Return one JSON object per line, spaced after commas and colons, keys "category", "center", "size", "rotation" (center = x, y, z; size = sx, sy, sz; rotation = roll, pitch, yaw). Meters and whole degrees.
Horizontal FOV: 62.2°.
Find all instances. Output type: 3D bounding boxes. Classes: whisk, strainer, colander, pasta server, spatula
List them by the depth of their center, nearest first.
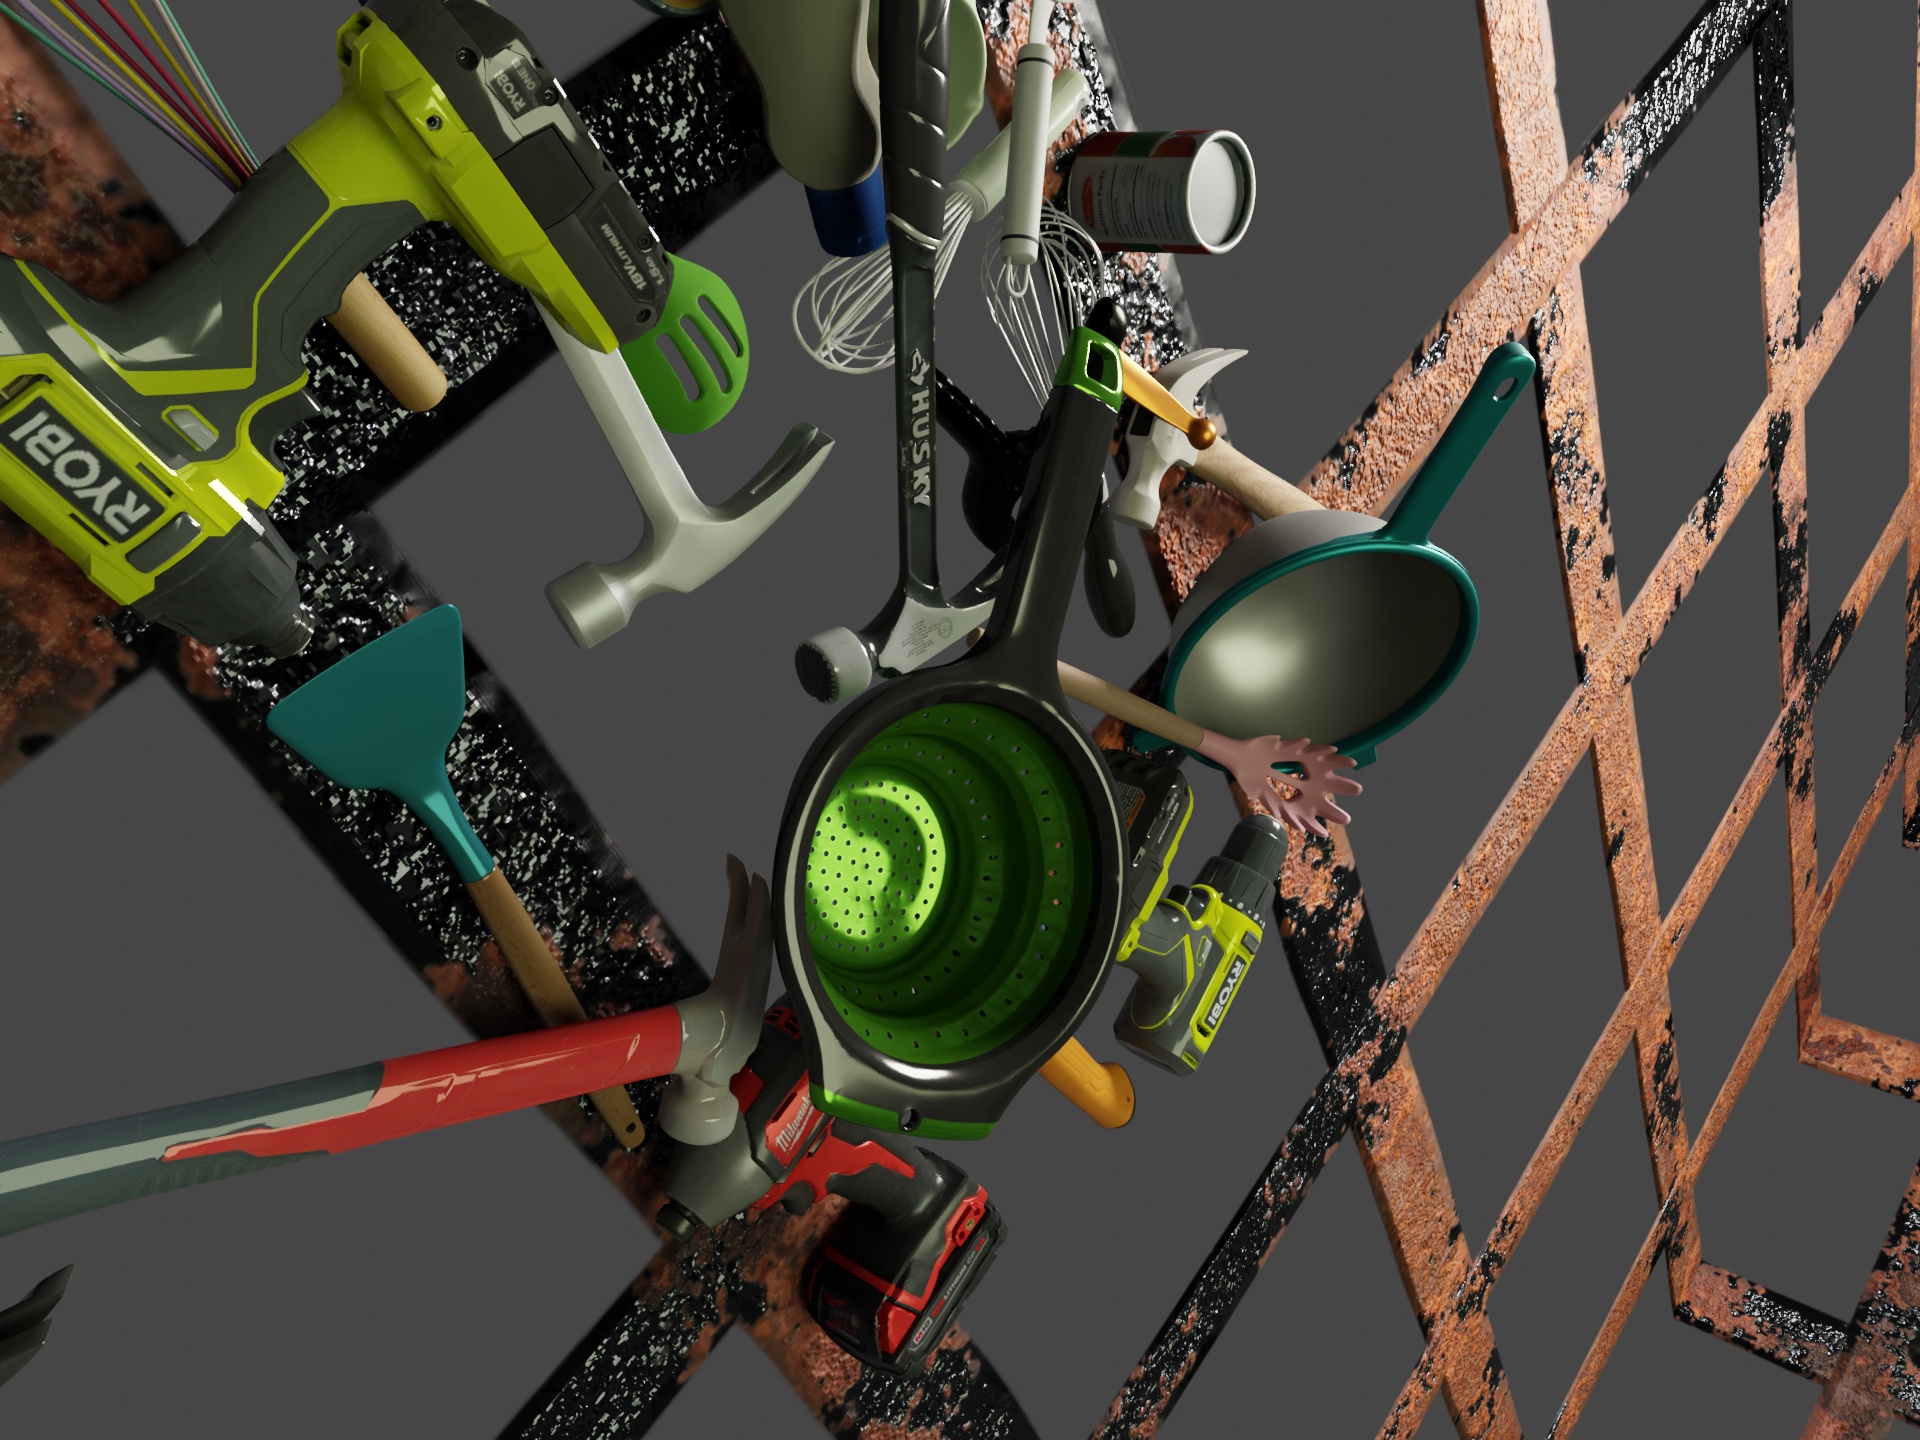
{"category": "whisk", "center": [-0.259, -0.197, 0.546], "size": [0.051, 0.047, 0.244], "rotation": [-41, 136, -8]}
{"category": "spatula", "center": [-0.199, 0.091, 0.702], "size": [0.082, 0.044, 0.317], "rotation": [-37, 129, -25]}
{"category": "colander", "center": [-0.001, -0.003, 0.787], "size": [0.204, 0.094, 0.397], "rotation": [21, 79, -34]}
{"category": "strainer", "center": [0.036, -0.338, 0.795], "size": [0.086, 0.050, 0.258], "rotation": [9, 84, -47]}
{"category": "whisk", "center": [-0.002, -0.259, 0.807], "size": [0.246, 0.059, 0.057], "rotation": [-53, 179, -27]}
{"category": "whisk", "center": [0.066, -0.160, 0.906], "size": [0.070, 0.070, 0.284], "rotation": [-43, 135, -30]}
{"category": "pasta server", "center": [0.132, 0.004, 0.986], "size": [0.316, 0.040, 0.060], "rotation": [22, 89, -34]}
{"category": "strainer", "center": [0.241, -0.109, 0.998], "size": [0.211, 0.095, 0.340], "rotation": [5, 134, -23]}

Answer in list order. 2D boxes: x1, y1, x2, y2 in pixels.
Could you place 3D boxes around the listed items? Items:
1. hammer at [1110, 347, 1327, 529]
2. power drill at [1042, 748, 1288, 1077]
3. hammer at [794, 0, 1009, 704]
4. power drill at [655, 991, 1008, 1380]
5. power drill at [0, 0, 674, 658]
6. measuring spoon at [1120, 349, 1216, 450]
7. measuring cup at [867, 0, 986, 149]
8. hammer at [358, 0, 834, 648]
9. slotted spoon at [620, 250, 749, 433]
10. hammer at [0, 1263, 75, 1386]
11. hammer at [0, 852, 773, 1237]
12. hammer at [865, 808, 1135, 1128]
{"category": "hammer", "center": [0.215, -0.152, 1.085], "size": [0.331, 0.031, 0.130], "rotation": [18, 89, -49]}
{"category": "power drill", "center": [0.137, 0.114, 1.053], "size": [0.190, 0.080, 0.228], "rotation": [-60, 140, -13]}
{"category": "hammer", "center": [-0.016, -0.204, 0.725], "size": [0.149, 0.036, 0.408], "rotation": [-26, 132, -34]}
{"category": "power drill", "center": [-0.072, 0.261, 0.873], "size": [0.143, 0.079, 0.219], "rotation": [-51, 131, -25]}
{"category": "power drill", "center": [-0.220, -0.131, 0.548], "size": [0.223, 0.080, 0.171], "rotation": [-40, 138, -6]}
{"category": "measuring spoon", "center": [0.111, -0.197, 0.941], "size": [0.116, 0.011, 0.021], "rotation": [32, 79, -26]}
{"category": "measuring cup", "center": [-0.012, -0.354, 0.753], "size": [0.083, 0.038, 0.167], "rotation": [6, 104, -55]}
{"category": "hammer", "center": [-0.177, -0.221, 0.605], "size": [0.144, 0.035, 0.405], "rotation": [-34, 127, -14]}
{"category": "slotted spoon", "center": [-0.173, -0.238, 0.639], "size": [0.070, 0.031, 0.313], "rotation": [-52, 133, -19]}
{"category": "hammer", "center": [-0.424, 0.073, 0.415], "size": [0.146, 0.038, 0.410], "rotation": [-24, 123, 2]}
{"category": "hammer", "center": [-0.245, 0.144, 0.645], "size": [0.386, 0.038, 0.143], "rotation": [-4, 114, -42]}
{"category": "hammer", "center": [0.034, 0.186, 0.968], "size": [0.336, 0.034, 0.127], "rotation": [50, 36, -48]}
